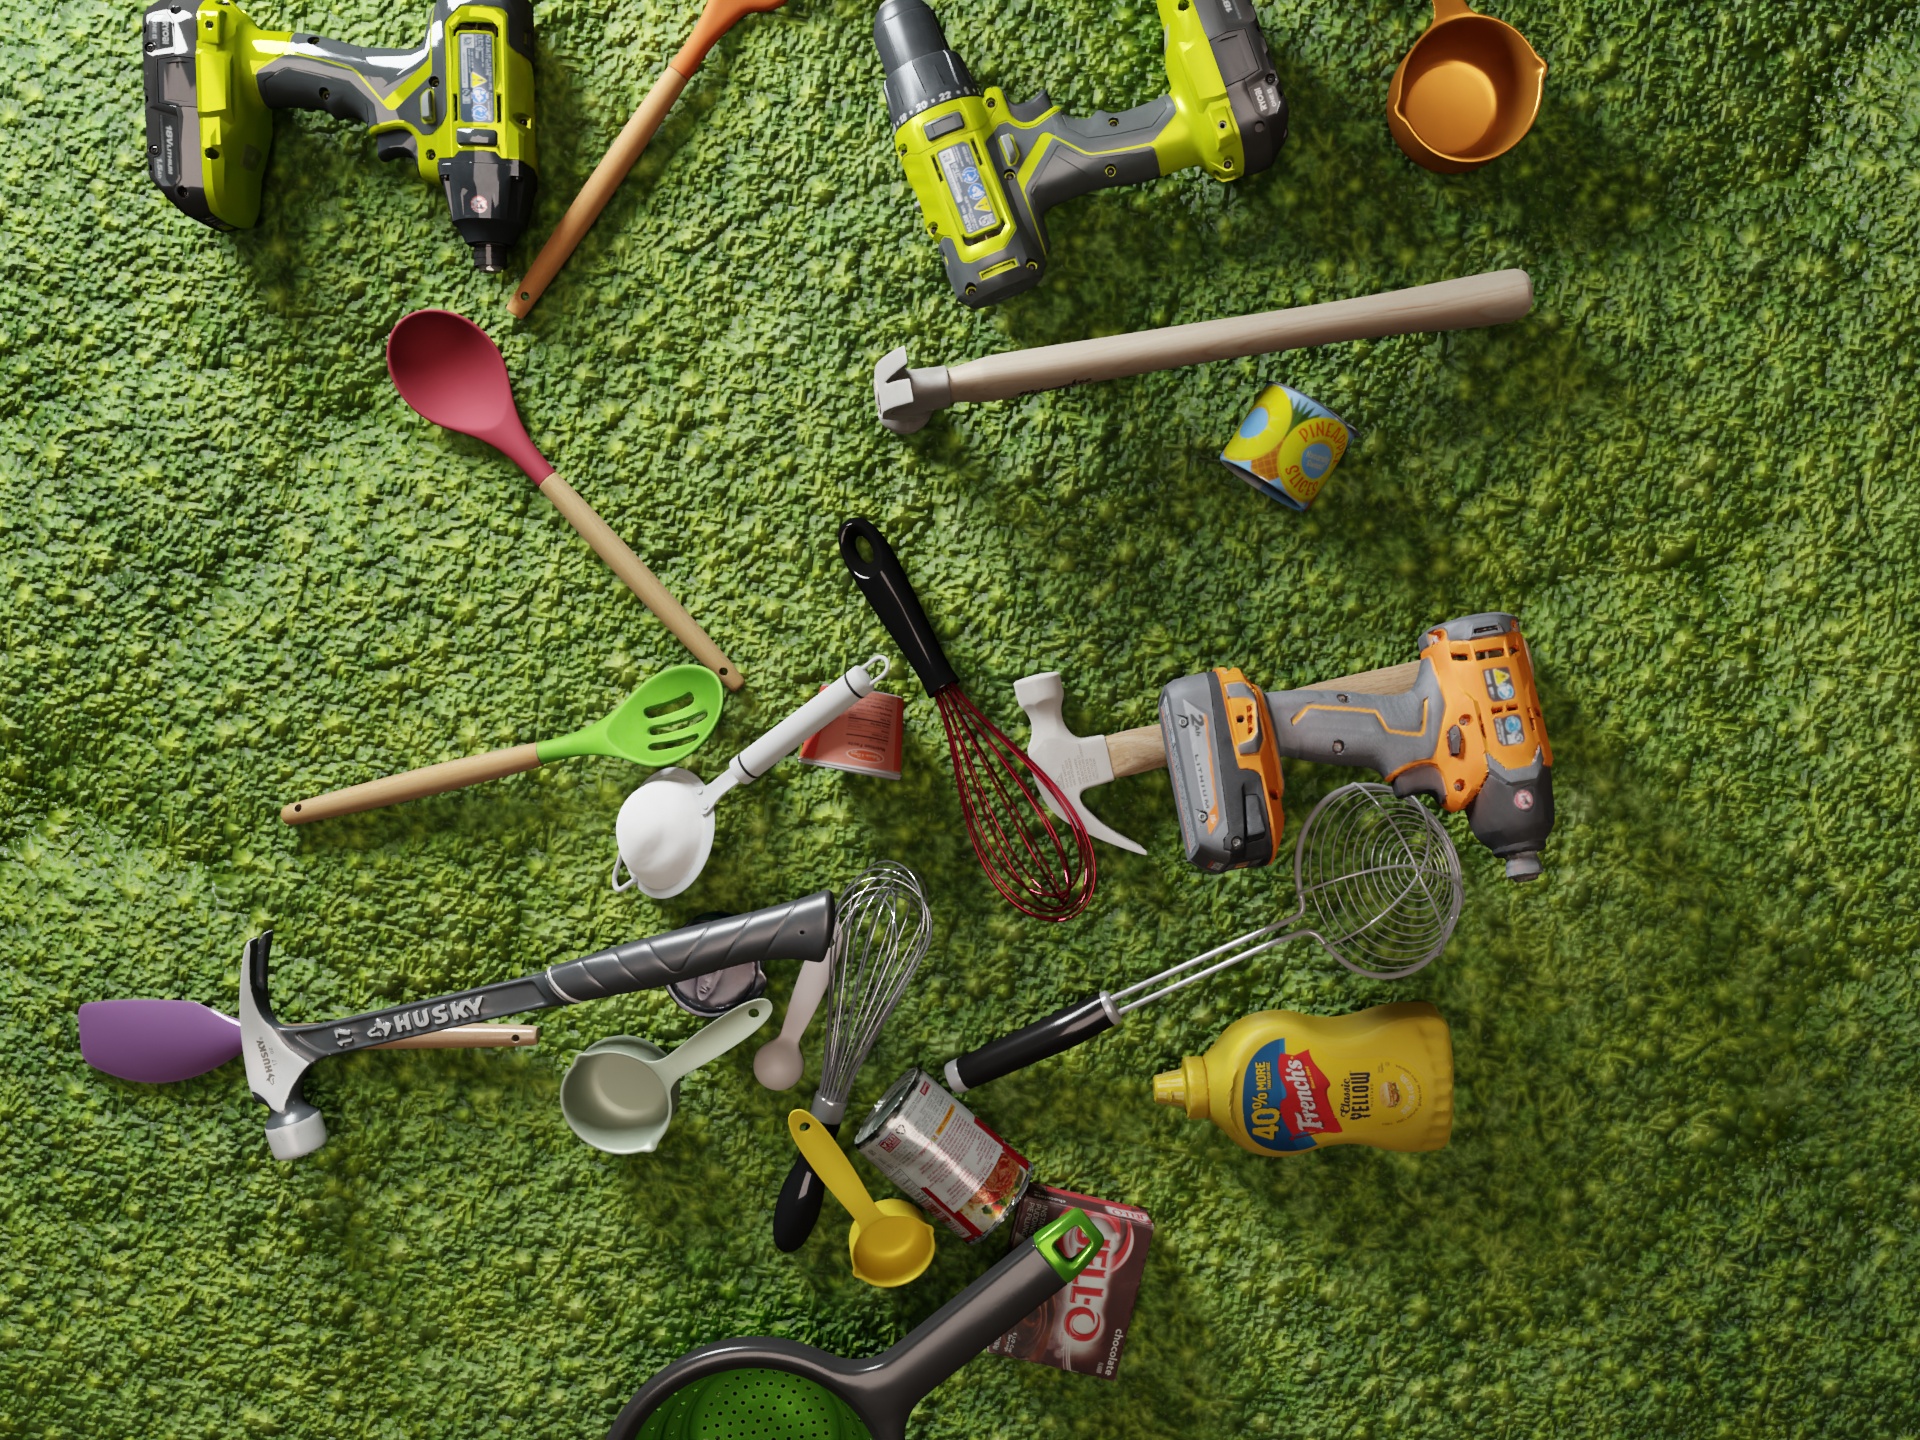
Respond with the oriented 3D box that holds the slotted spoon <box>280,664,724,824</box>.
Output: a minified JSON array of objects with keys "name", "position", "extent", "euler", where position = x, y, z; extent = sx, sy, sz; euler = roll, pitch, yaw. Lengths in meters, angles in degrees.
[{"name":"slotted spoon","position":[-0.301,0.026,1.051],"extent":[0.314,0.031,0.070],"euler":[-14,61,5]}]

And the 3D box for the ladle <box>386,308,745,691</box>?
[{"name":"ladle","position":[-0.251,-0.138,1.037],"extent":[0.069,0.031,0.315],"euler":[-41,95,7]}]

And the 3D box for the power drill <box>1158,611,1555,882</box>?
[{"name":"power drill","position":[0.247,0.031,0.972],"extent":[0.226,0.084,0.164],"euler":[-10,76,0]}]

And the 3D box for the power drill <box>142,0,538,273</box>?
[{"name":"power drill","position":[-0.379,-0.369,0.993],"extent":[0.223,0.080,0.171],"euler":[0,96,-2]}]

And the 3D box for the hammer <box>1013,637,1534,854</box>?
[{"name":"hammer","position":[0.209,0.001,1.041],"extent":[0.331,0.031,0.130],"euler":[-13,95,2]}]

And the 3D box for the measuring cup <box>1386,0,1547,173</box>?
[{"name":"measuring cup","position":[0.299,-0.427,0.989],"extent":[0.095,0.052,0.173],"euler":[-17,93,2]}]

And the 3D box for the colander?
[{"name":"colander","position":[-0.070,0.445,1.059],"extent":[0.397,0.094,0.204],"euler":[-39,94,1]}]

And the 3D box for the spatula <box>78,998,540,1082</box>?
[{"name":"spatula","position":[-0.442,0.216,1.078],"extent":[0.316,0.018,0.059],"euler":[-1,98,2]}]

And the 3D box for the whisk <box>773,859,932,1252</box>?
[{"name":"whisk","position":[-0.078,0.228,1.057],"extent":[0.070,0.070,0.284],"euler":[16,100,-1]}]

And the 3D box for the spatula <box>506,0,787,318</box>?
[{"name":"spatula","position":[-0.192,-0.389,1.004],"extent":[0.081,0.041,0.322],"euler":[35,97,-17]}]

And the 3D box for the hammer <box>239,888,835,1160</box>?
[{"name":"hammer","position":[-0.276,0.171,1.034],"extent":[0.409,0.036,0.149],"euler":[-14,96,5]}]

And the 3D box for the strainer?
[{"name":"strainer","position":[-0.145,0.034,1.013],"extent":[0.258,0.050,0.087],"euler":[-36,60,17]}]

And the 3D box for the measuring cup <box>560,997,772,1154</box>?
[{"name":"measuring cup","position":[-0.188,0.223,1.054],"extent":[0.167,0.038,0.083],"euler":[-34,99,12]}]

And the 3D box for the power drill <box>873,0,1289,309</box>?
[{"name":"power drill","position":[0.069,-0.384,0.984],"extent":[0.228,0.080,0.190],"euler":[-20,94,5]}]

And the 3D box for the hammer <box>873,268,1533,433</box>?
[{"name":"hammer","position":[0.151,-0.232,0.975],"extent":[0.410,0.146,0.038],"euler":[-10,95,-3]}]

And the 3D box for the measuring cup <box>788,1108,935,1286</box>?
[{"name":"measuring cup","position":[-0.071,0.311,1.058],"extent":[0.062,0.029,0.156],"euler":[-31,109,-1]}]

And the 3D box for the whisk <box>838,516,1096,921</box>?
[{"name":"whisk","position":[-0.002,-0.003,1.018],"extent":[0.073,0.073,0.296],"euler":[-30,82,4]}]

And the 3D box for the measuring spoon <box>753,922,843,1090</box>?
[{"name":"measuring spoon","position":[-0.107,0.193,1.071],"extent":[0.034,0.018,0.124],"euler":[22,95,-1]}]

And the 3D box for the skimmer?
[{"name":"skimmer","position":[0.158,0.160,1.058],"extent":[0.363,0.090,0.127],"euler":[-27,89,14]}]
